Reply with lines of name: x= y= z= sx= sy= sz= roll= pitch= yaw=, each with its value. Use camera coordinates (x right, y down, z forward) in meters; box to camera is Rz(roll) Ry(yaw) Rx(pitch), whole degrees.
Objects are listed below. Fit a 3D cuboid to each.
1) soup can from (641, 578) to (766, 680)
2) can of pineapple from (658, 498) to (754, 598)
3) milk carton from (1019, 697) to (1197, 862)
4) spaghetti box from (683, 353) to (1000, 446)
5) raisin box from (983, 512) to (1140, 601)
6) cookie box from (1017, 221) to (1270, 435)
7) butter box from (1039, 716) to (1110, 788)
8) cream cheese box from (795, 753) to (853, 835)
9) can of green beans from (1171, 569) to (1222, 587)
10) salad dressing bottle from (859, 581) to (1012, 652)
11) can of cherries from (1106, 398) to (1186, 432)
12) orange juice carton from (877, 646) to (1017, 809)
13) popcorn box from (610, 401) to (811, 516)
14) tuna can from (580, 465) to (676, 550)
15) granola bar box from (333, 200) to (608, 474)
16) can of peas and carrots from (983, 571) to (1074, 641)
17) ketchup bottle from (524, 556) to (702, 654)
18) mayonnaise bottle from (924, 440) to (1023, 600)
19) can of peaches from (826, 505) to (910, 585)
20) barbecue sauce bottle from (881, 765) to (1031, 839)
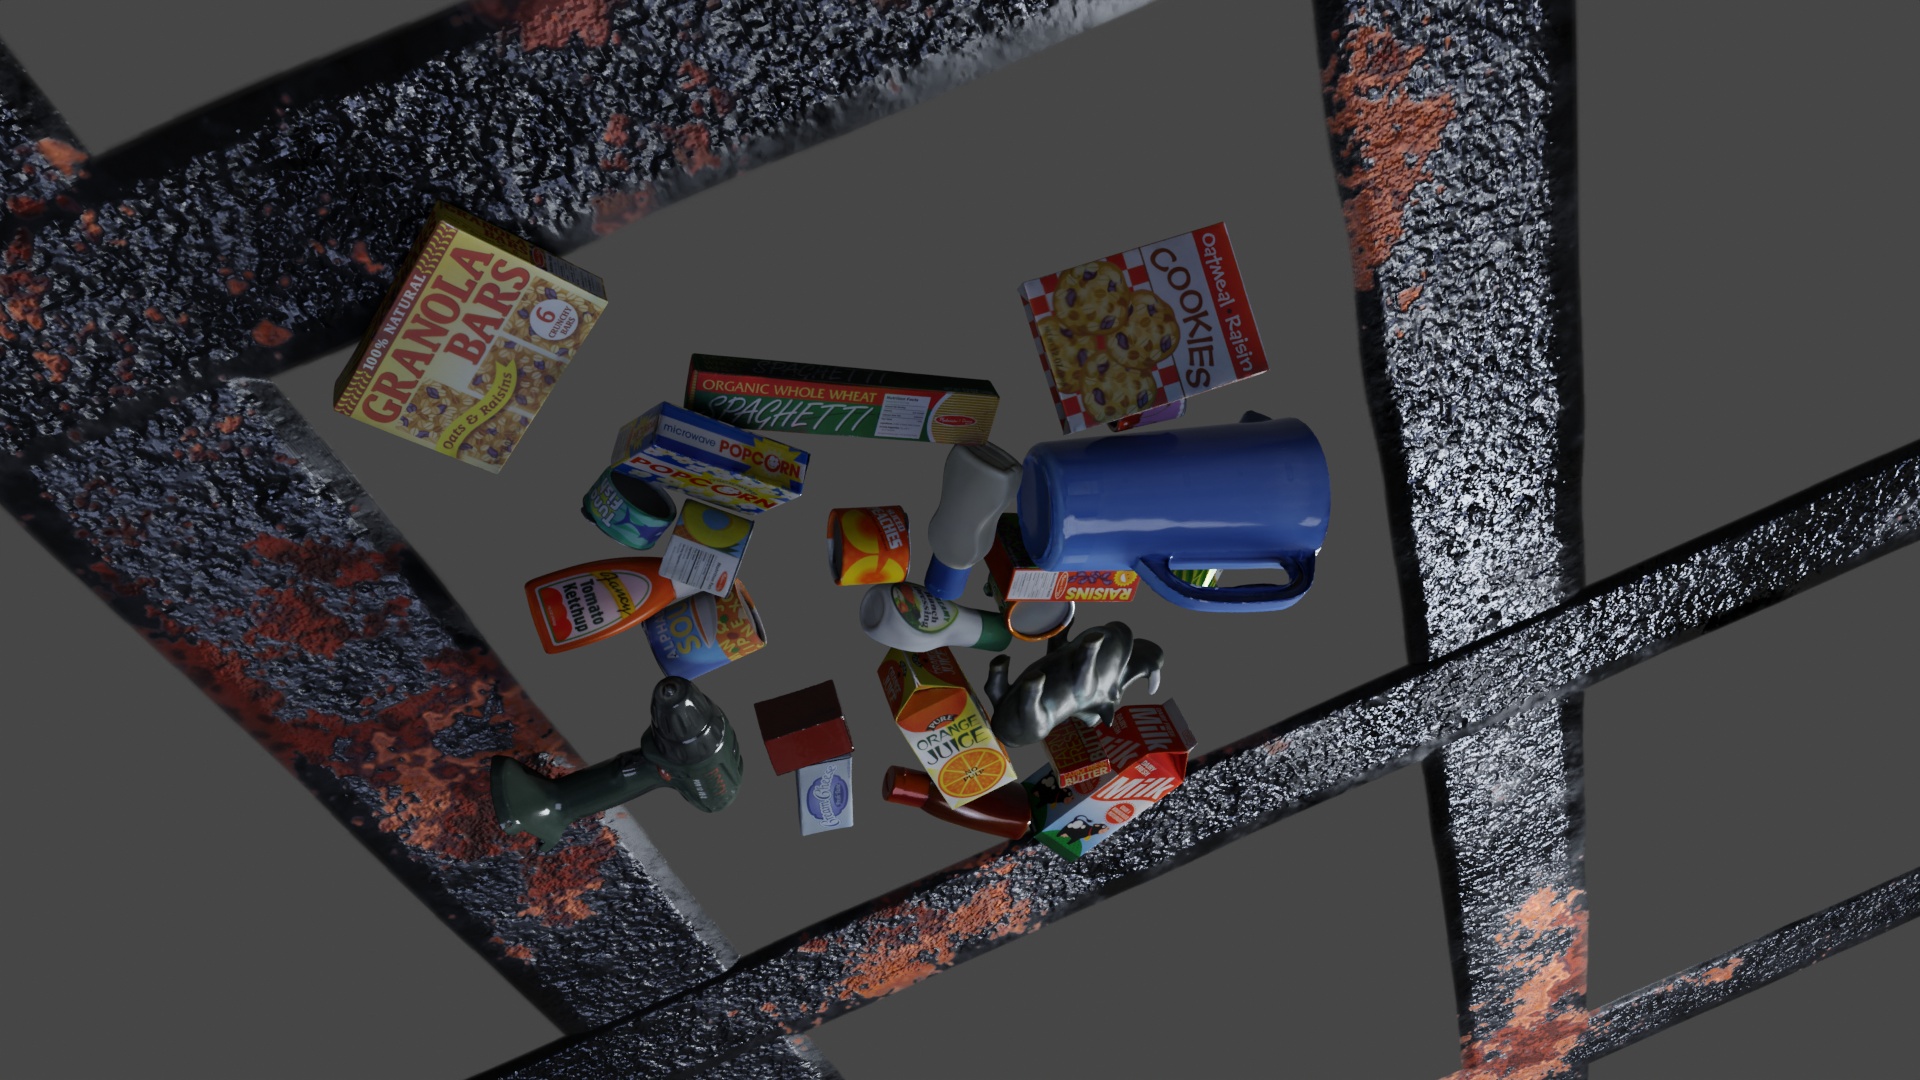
soup can: x=-0.216 y=0.075 z=1.173 sx=0.084 sy=0.071 sz=0.071 roll=-24 pitch=131 yaw=0
can of pineapple: x=-0.201 y=0.005 z=1.105 sx=0.058 sy=0.071 sz=0.070 roll=21 pitch=120 yaw=-10
milk carton: x=0.157 y=0.241 z=1.434 sx=0.190 sy=0.072 sz=0.073 roll=-39 pitch=129 yaw=12
spaghetti box: x=-0.092 y=-0.110 z=1.096 sx=0.250 sy=0.029 sz=0.050 roll=3 pitch=126 yaw=-21
raisin box: x=0.087 y=0.014 z=1.220 sx=0.123 sy=0.086 sz=0.039 roll=2 pitch=124 yaw=-20
cookie box: x=0.144 y=-0.165 z=1.089 sx=0.168 sy=0.040 sz=0.123 roll=-18 pitch=92 yaw=-5
butter box: x=0.104 y=0.191 z=1.355 sx=0.053 sy=0.104 sz=0.024 roll=-17 pitch=131 yaw=-7
cream cheese box: x=-0.134 y=0.245 z=1.365 sx=0.053 sy=0.024 sz=0.103 roll=-8 pitch=129 yaw=-13
can of green beans: x=0.213 y=0.010 z=1.276 sx=0.071 sy=0.071 sz=0.057 roll=6 pitch=124 yaw=-24
salad dressing bottle: x=-0.019 y=0.073 z=1.250 sx=0.148 sy=0.064 sz=0.043 roll=13 pitch=136 yaw=-37
can of cherries: x=0.147 y=-0.125 z=1.146 sx=0.058 sy=0.072 sz=0.071 roll=-15 pitch=130 yaw=-8
orange juice carton: x=-0.019 y=0.163 z=1.310 sx=0.073 sy=0.072 sz=0.191 roll=-26 pitch=131 yaw=1
popcorn box: x=-0.192 y=-0.061 z=1.065 sx=0.127 sy=0.038 sz=0.085 roll=19 pitch=158 yaw=-31
tuna can: x=-0.258 y=-0.027 z=1.077 sx=0.071 sy=0.071 sz=0.032 roll=29 pitch=112 yaw=-35
granola bar box: x=-0.344 y=-0.139 z=0.976 sx=0.124 sy=0.039 sz=0.165 roll=24 pitch=116 yaw=-34
can of peas and carrots: x=0.062 y=0.050 z=1.258 sx=0.071 sy=0.059 sz=0.070 roll=-10 pitch=129 yaw=-12
ketchup bottle: x=-0.274 y=0.042 z=1.135 sx=0.149 sy=0.043 sz=0.064 roll=-18 pitch=93 yaw=-16
mayonnaise bottle: x=0.004 y=-0.015 z=1.187 sx=0.041 sy=0.065 sz=0.147 roll=-33 pitch=151 yaw=-48
can of peaches: x=-0.077 y=0.003 z=1.165 sx=0.058 sy=0.071 sz=0.070 roll=-3 pitch=128 yaw=-16
barbecue sauce bottle: x=-0.004 y=0.259 z=1.400 sx=0.148 sy=0.065 sz=0.043 roll=16 pitch=118 yaw=-19
